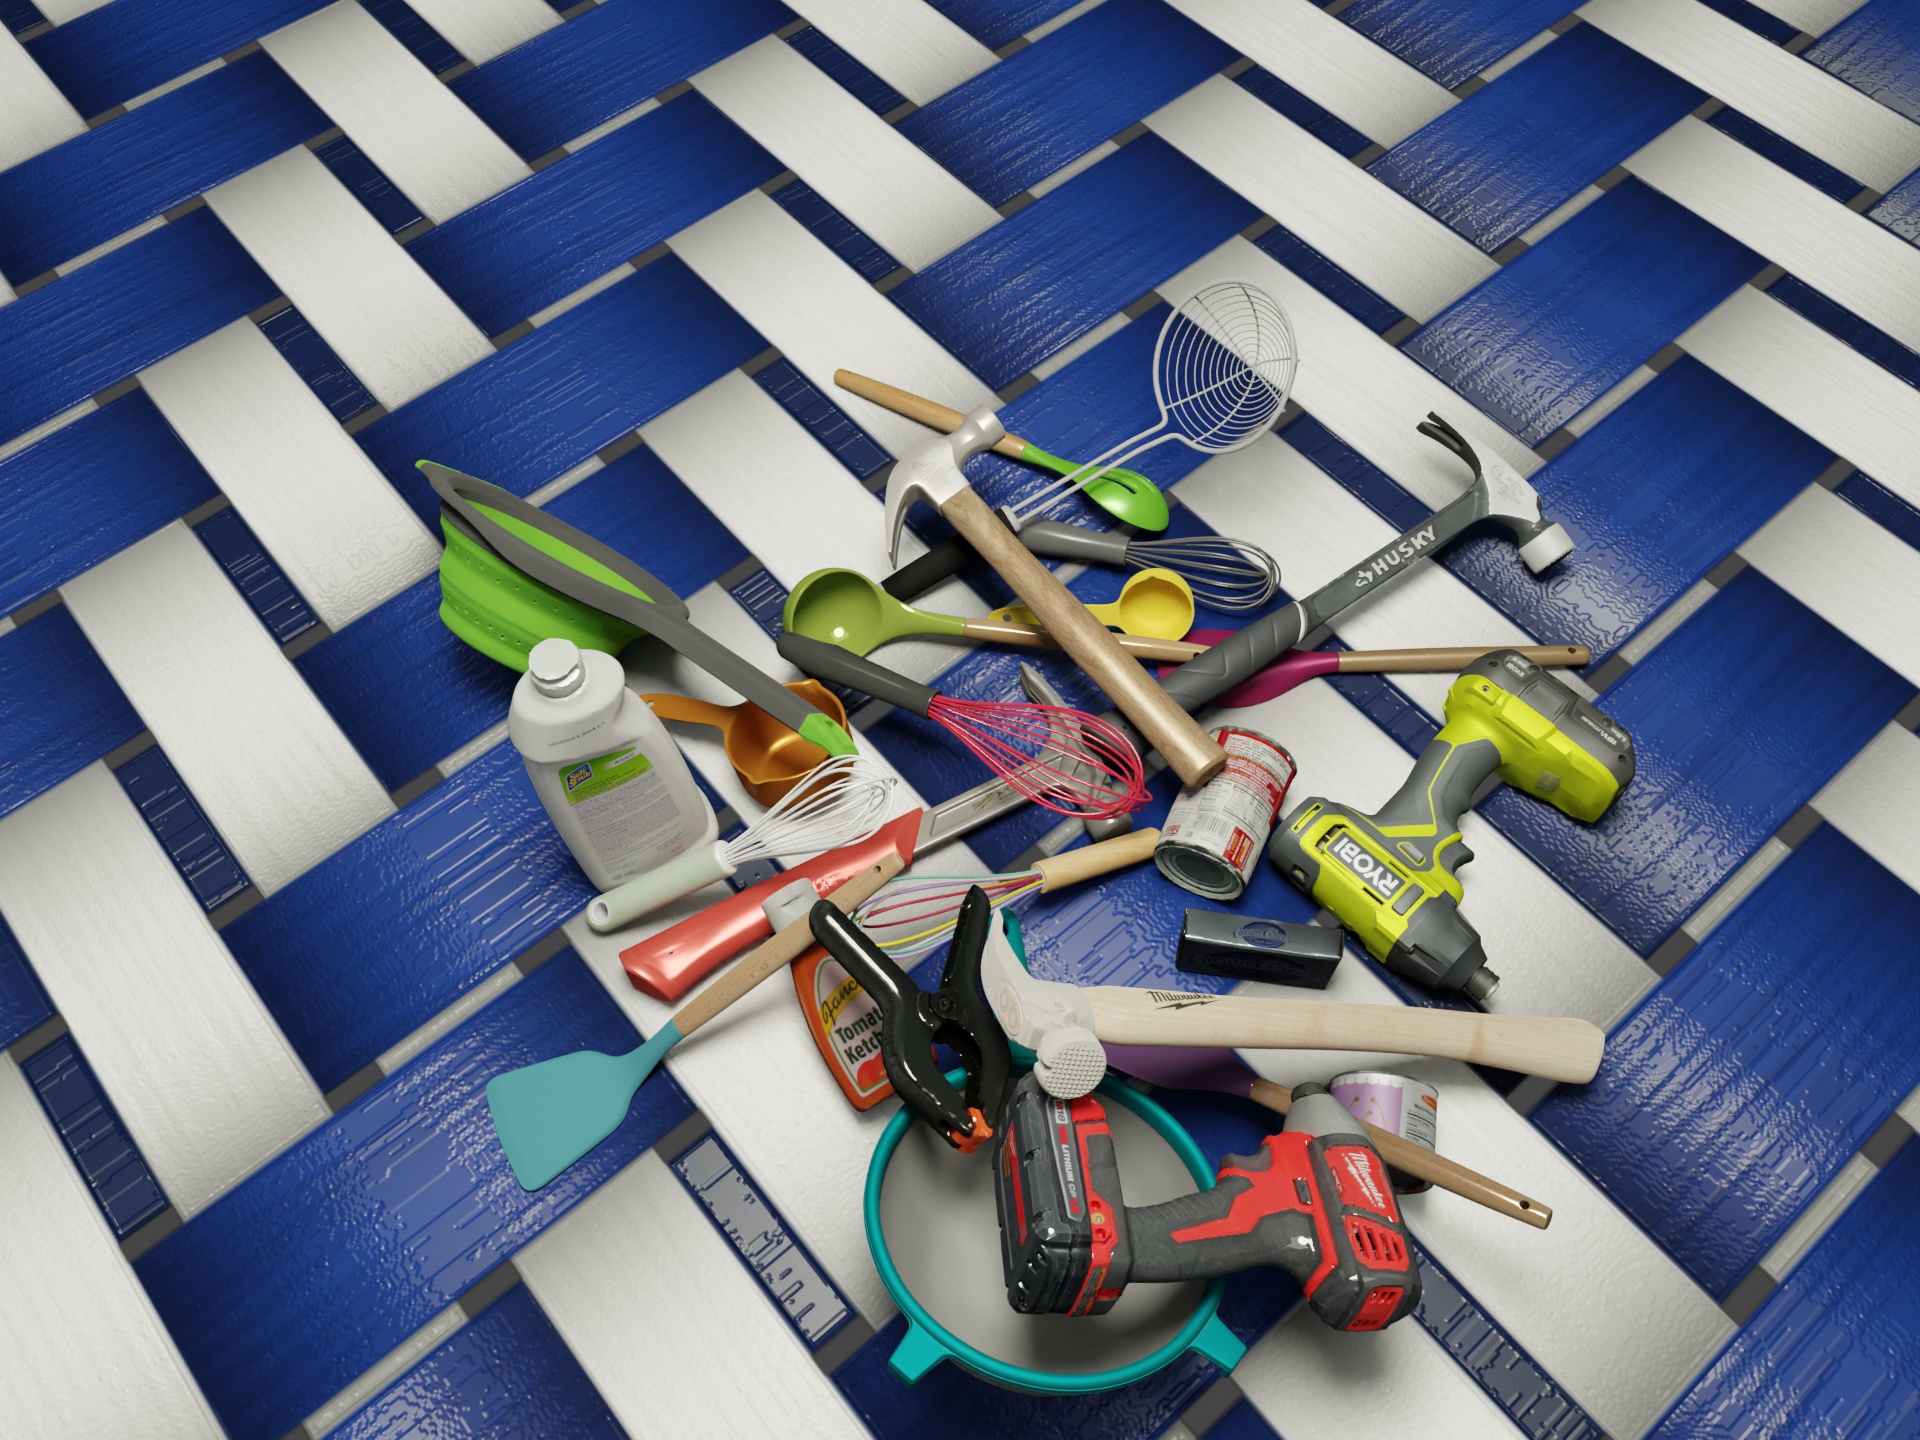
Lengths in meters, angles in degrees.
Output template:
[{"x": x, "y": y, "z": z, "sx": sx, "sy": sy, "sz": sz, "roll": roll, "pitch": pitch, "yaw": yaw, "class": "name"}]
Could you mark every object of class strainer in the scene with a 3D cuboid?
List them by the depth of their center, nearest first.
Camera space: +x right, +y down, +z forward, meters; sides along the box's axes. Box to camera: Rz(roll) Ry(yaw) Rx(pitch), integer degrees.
[{"x": 0.037, "y": 0.267, "z": 0.977, "sx": 0.211, "sy": 0.095, "sz": 0.341, "roll": 2, "pitch": 40, "yaw": -10, "class": "strainer"}]

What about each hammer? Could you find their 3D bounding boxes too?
[{"x": 0.213, "y": 0.180, "z": 0.966, "sx": 0.410, "sy": 0.038, "sz": 0.146, "roll": 8, "pitch": 21, "yaw": -21, "class": "hammer"}, {"x": -0.068, "y": 0.088, "z": 1.104, "sx": 0.359, "sy": 0.036, "sz": 0.149, "roll": -25, "pitch": 62, "yaw": -13, "class": "hammer"}, {"x": 0.064, "y": -0.079, "z": 1.121, "sx": 0.130, "sy": 0.031, "sz": 0.331, "roll": -37, "pitch": 68, "yaw": -8, "class": "hammer"}, {"x": 0.258, "y": -0.087, "z": 1.165, "sx": 0.409, "sy": 0.036, "sz": 0.149, "roll": -31, "pitch": 80, "yaw": -16, "class": "hammer"}]

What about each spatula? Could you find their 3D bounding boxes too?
[{"x": 0.204, "y": 0.233, "z": 0.969, "sx": 0.316, "sy": 0.018, "sz": 0.060, "roll": 19, "pitch": 60, "yaw": 35, "class": "spatula"}, {"x": -0.164, "y": 0.179, "z": 1.007, "sx": 0.317, "sy": 0.044, "sz": 0.082, "roll": -38, "pitch": 60, "yaw": 11, "class": "spatula"}]

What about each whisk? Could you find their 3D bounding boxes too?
[{"x": -0.148, "y": 0.087, "z": 1.053, "sx": 0.246, "sy": 0.059, "sz": 0.058, "roll": -25, "pitch": 76, "yaw": 18, "class": "whisk"}, {"x": 0.032, "y": 0.109, "z": 1.060, "sx": 0.245, "sy": 0.047, "sz": 0.051, "roll": -15, "pitch": 82, "yaw": -27, "class": "whisk"}, {"x": -0.002, "y": -0.004, "z": 1.101, "sx": 0.296, "sy": 0.073, "sz": 0.073, "roll": 23, "pitch": 63, "yaw": 19, "class": "whisk"}, {"x": 0.127, "y": -0.128, "z": 1.224, "sx": 0.239, "sy": 0.055, "sz": 0.055, "roll": 13, "pitch": 61, "yaw": 14, "class": "whisk"}]

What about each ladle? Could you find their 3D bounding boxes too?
[{"x": 0.028, "y": -0.062, "z": 1.172, "sx": 0.320, "sy": 0.078, "sz": 0.062, "roll": 7, "pitch": 19, "yaw": 4, "class": "ladle"}]

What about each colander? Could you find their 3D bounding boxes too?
[{"x": -0.244, "y": -0.048, "z": 1.123, "sx": 0.397, "sy": 0.204, "sz": 0.094, "roll": 33, "pitch": 97, "yaw": 21, "class": "colander"}]

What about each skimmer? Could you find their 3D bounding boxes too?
[{"x": 0.084, "y": -0.195, "z": 1.186, "sx": 0.363, "sy": 0.090, "sz": 0.127, "roll": -31, "pitch": 68, "yaw": 1, "class": "skimmer"}]

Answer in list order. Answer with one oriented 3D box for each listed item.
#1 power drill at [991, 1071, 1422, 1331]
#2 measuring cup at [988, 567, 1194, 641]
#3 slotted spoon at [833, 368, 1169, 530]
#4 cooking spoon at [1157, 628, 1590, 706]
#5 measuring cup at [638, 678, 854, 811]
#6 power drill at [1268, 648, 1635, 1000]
[{"x": 0.134, "y": 0.259, "z": 0.878, "sx": 0.219, "sy": 0.078, "sz": 0.143, "roll": 5, "pitch": 41, "yaw": -10, "class": "power drill"}, {"x": 0.099, "y": -0.085, "z": 1.201, "sx": 0.156, "sy": 0.062, "sz": 0.029, "roll": -2, "pitch": 28, "yaw": 15, "class": "measuring cup"}, {"x": 0.029, "y": -0.227, "z": 1.287, "sx": 0.314, "sy": 0.031, "sz": 0.070, "roll": 26, "pitch": 32, "yaw": 19, "class": "slotted spoon"}, {"x": 0.307, "y": -0.045, "z": 1.184, "sx": 0.319, "sy": 0.017, "sz": 0.069, "roll": -1, "pitch": 60, "yaw": 1, "class": "cooking spoon"}, {"x": -0.156, "y": 0.014, "z": 1.144, "sx": 0.174, "sy": 0.052, "sz": 0.095, "roll": 11, "pitch": 55, "yaw": 23, "class": "measuring cup"}, {"x": 0.346, "y": 0.071, "z": 1.086, "sx": 0.223, "sy": 0.080, "sz": 0.171, "roll": -41, "pitch": 66, "yaw": -16, "class": "power drill"}]
